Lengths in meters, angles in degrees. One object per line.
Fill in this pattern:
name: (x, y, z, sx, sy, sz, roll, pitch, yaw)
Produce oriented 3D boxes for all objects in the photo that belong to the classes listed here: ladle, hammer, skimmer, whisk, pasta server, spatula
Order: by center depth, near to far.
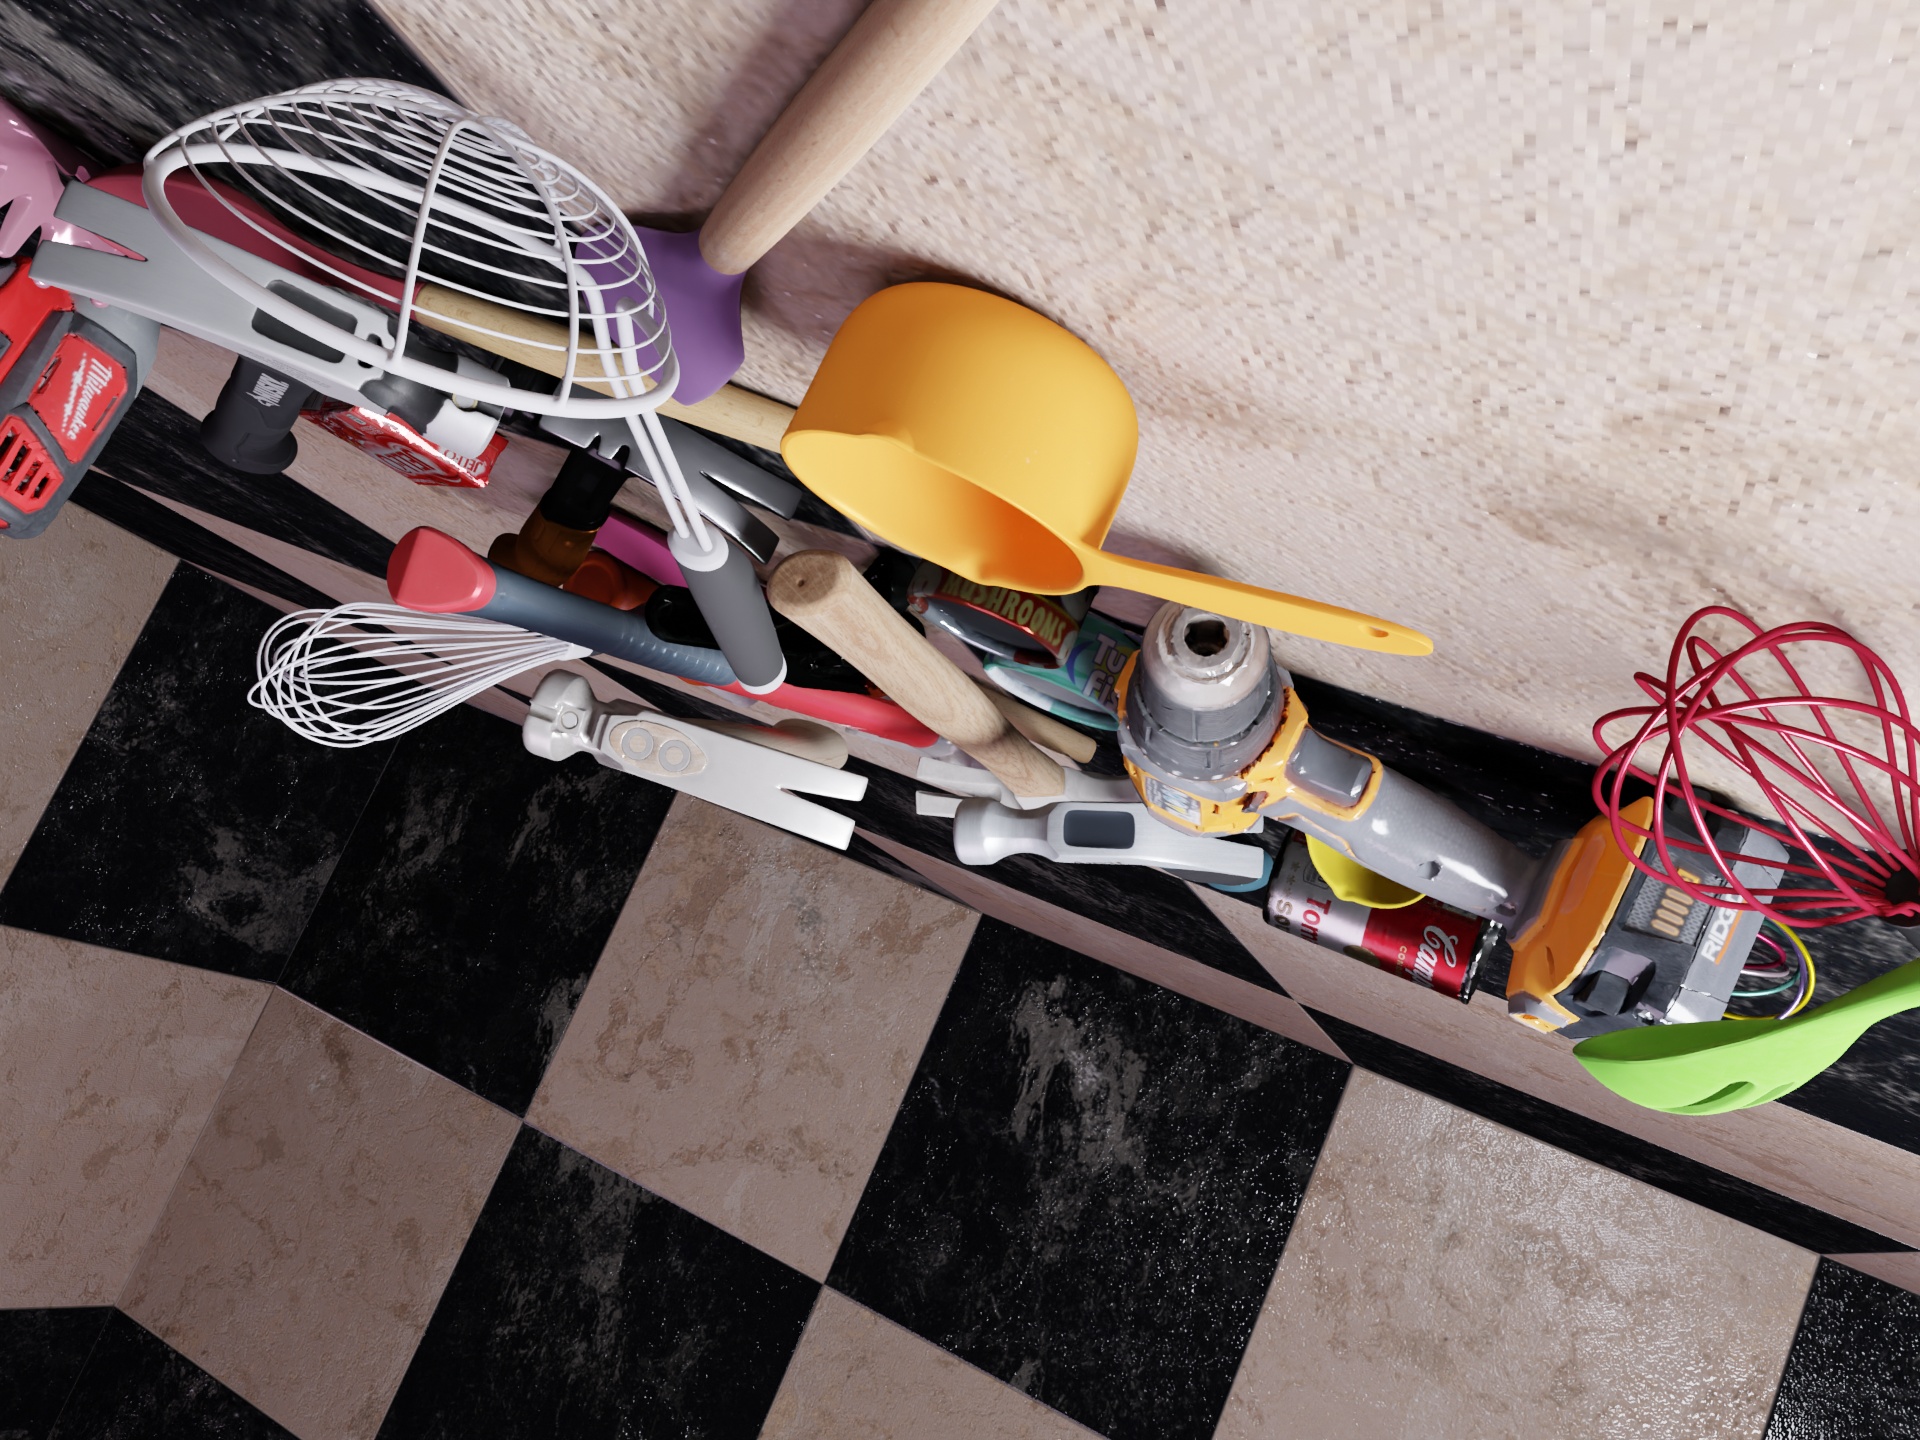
spatula: (-0.052, -0.123, 0.383, 0.059, 0.018, 0.316, 45, 164, -17)
whisk: (0.256, 0.042, 0.440, 0.295, 0.073, 0.073, 25, 172, -39)
pasta server: (-0.357, -0.226, 0.505, 0.060, 0.040, 0.316, 5, 166, 8)
skimmer: (-0.118, -0.065, 0.509, 0.127, 0.090, 0.363, 37, 166, 16)
ladle: (-0.166, -0.138, 0.558, 0.315, 0.031, 0.069, 20, 166, 8)
hammer: (-0.293, -0.138, 0.658, 0.146, 0.035, 0.335, 23, 172, -27)
whisk: (0.237, 0.064, 0.682, 0.245, 0.051, 0.047, 22, 150, 37)
hammer: (-0.001, -0.002, 0.737, 0.130, 0.031, 0.331, -5, 161, 21)
hammer: (-0.179, -0.094, 0.759, 0.127, 0.034, 0.337, 28, 167, -17)
whisk: (-0.224, -0.038, 0.804, 0.070, 0.070, 0.284, 18, -161, 33)
hammer: (0.114, 0.069, 0.831, 0.128, 0.033, 0.330, -1, 172, 21)
hammer: (-0.130, -0.030, 0.840, 0.143, 0.038, 0.386, 18, 179, 42)
hammer: (-0.098, 0.020, 0.862, 0.146, 0.038, 0.410, 18, -179, 5)

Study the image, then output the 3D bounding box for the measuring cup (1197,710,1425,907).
measuring cup: (0.140, 0.022, 0.690, 0.156, 0.029, 0.062, 35, 131, 15)

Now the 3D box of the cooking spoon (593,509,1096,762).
cooking spoon: (-0.072, -0.049, 0.848, 0.319, 0.017, 0.068, 25, 165, -5)

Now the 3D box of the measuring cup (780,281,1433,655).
measuring cup: (0.040, -0.062, 0.403, 0.174, 0.052, 0.095, 18, 169, 19)

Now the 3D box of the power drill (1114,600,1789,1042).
power drill: (0.158, 0.031, 0.559, 0.226, 0.084, 0.185, 26, 170, 15)

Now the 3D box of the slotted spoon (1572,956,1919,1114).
slotted spoon: (0.237, 0.046, 0.338, 0.070, 0.031, 0.313, -6, 158, -17)

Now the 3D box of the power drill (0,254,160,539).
power drill: (-0.426, -0.185, 0.623, 0.079, 0.143, 0.219, 11, 158, 37)
